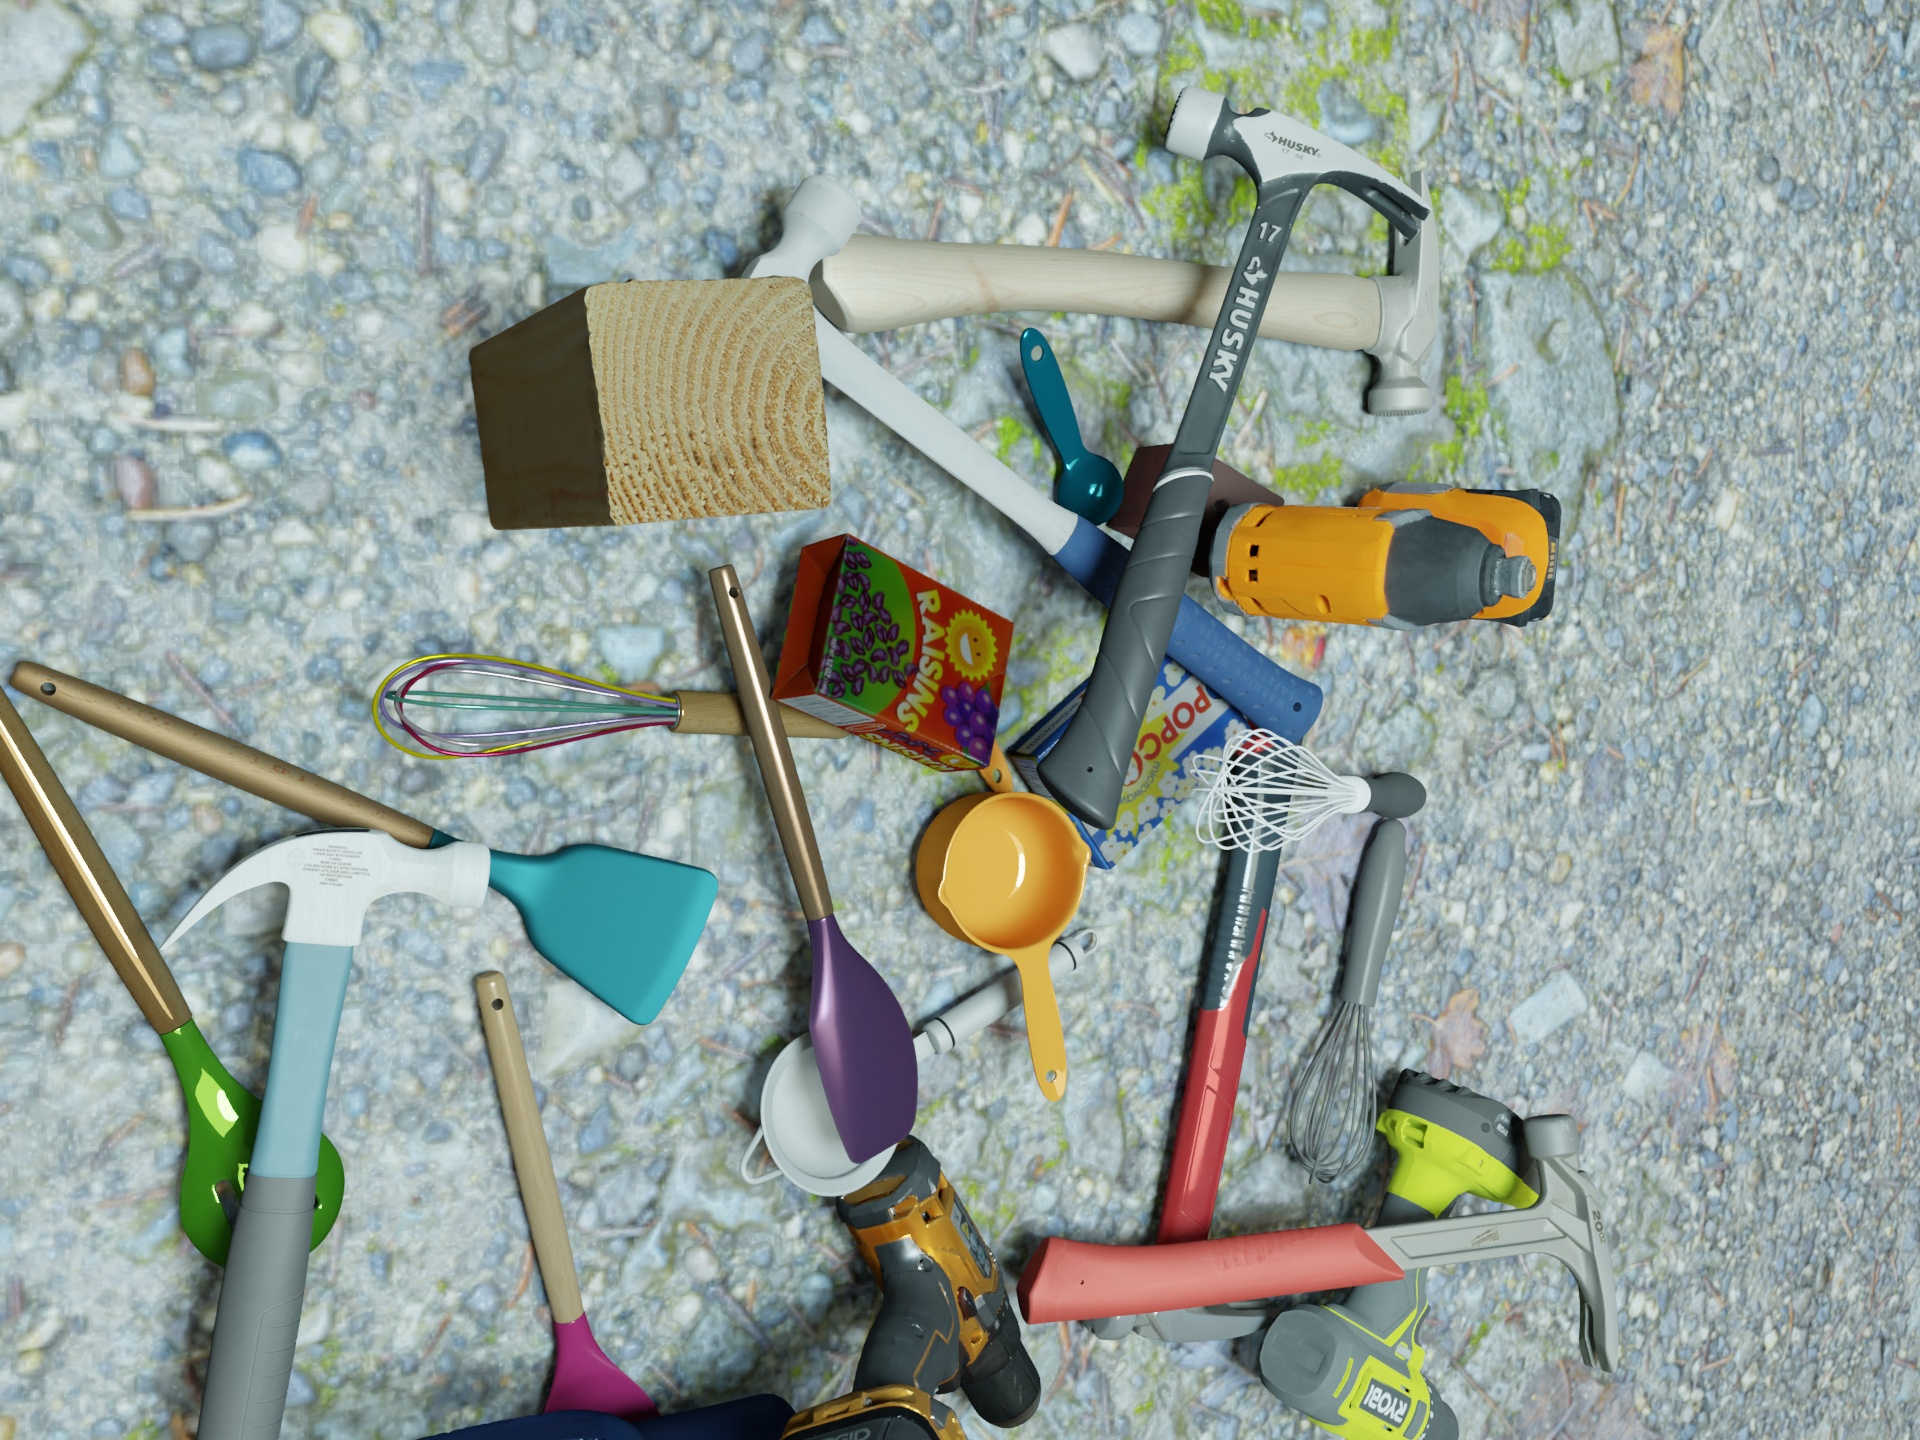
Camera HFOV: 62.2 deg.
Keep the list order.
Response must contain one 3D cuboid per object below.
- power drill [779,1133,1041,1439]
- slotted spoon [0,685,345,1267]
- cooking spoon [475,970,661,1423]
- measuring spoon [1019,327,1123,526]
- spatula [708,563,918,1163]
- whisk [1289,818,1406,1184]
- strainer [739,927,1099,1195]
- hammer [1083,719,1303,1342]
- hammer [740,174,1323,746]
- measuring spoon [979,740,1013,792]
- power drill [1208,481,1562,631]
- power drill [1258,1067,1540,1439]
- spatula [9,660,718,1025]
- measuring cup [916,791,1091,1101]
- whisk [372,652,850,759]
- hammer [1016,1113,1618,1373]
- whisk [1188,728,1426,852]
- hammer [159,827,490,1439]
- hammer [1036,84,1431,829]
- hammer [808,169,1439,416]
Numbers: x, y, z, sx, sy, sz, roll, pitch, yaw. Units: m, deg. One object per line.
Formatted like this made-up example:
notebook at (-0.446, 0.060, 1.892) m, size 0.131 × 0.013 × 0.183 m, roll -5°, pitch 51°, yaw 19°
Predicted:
power drill at (-0.013, 0.349, 0.810) m, size 0.084 × 0.226 × 0.185 m, roll -22°, pitch 109°, yaw 14°
slotted spoon at (-0.359, 0.113, 0.696) m, size 0.070 × 0.031 × 0.313 m, roll -29°, pitch 107°, yaw -27°
cooking spoon at (-0.202, 0.277, 0.802) m, size 0.068 × 0.017 × 0.318 m, roll -14°, pitch 102°, yaw -20°
measuring spoon at (0.062, -0.158, 0.871) m, size 0.042 × 0.021 × 0.128 m, roll -38°, pitch 129°, yaw -14°
spatula at (-0.076, 0.074, 0.807) m, size 0.060 × 0.018 × 0.316 m, roll -23°, pitch 104°, yaw -36°
whisk at (0.253, 0.179, 1.018) m, size 0.055 × 0.055 × 0.239 m, roll 16°, pitch 83°, yaw -28°
strainer at (-0.019, 0.180, 0.877) m, size 0.258 × 0.050 × 0.087 m, roll -27°, pitch 95°, yaw -29°
hammer at (0.174, 0.189, 0.981) m, size 0.143 × 0.038 × 0.386 m, roll 11°, pitch 91°, yaw -30°
hammer at (0.043, -0.099, 0.838) m, size 0.405 × 0.035 × 0.144 m, roll 34°, pitch 79°, yaw -26°
measuring spoon at (-0.001, -0.003, 0.883) m, size 0.021 × 0.011 × 0.116 m, roll -49°, pitch 119°, yaw -36°
power drill at (0.261, -0.089, 0.888) m, size 0.226 × 0.164 × 0.084 m, roll -12°, pitch 107°, yaw -53°
power drill at (0.301, 0.362, 1.031) m, size 0.190 × 0.080 × 0.228 m, roll 39°, pitch 73°, yaw -35°
spatula at (-0.267, 0.047, 0.728) m, size 0.317 × 0.044 × 0.082 m, roll 28°, pitch 86°, yaw -27°
measuring cup at (0.027, 0.123, 0.880) m, size 0.095 × 0.052 × 0.173 m, roll -14°, pitch 98°, yaw -26°
whisk at (-0.162, -0.002, 0.780) m, size 0.244 × 0.051 × 0.047 m, roll 3°, pitch 84°, yaw -34°
hammer at (0.211, 0.325, 0.931) m, size 0.359 × 0.036 × 0.149 m, roll -3°, pitch 78°, yaw -12°
whisk at (0.213, 0.044, 0.932) m, size 0.284 × 0.070 × 0.070 m, roll 5°, pitch 94°, yaw -53°
hammer at (-0.296, 0.210, 0.692) m, size 0.128 × 0.033 × 0.331 m, roll 9°, pitch 87°, yaw -21°
hammer at (0.126, -0.137, 0.822) m, size 0.149 × 0.036 × 0.409 m, roll 19°, pitch 75°, yaw 2°
hammer at (0.107, -0.253, 0.897) m, size 0.410 × 0.038 × 0.146 m, roll -3°, pitch 96°, yaw -27°
